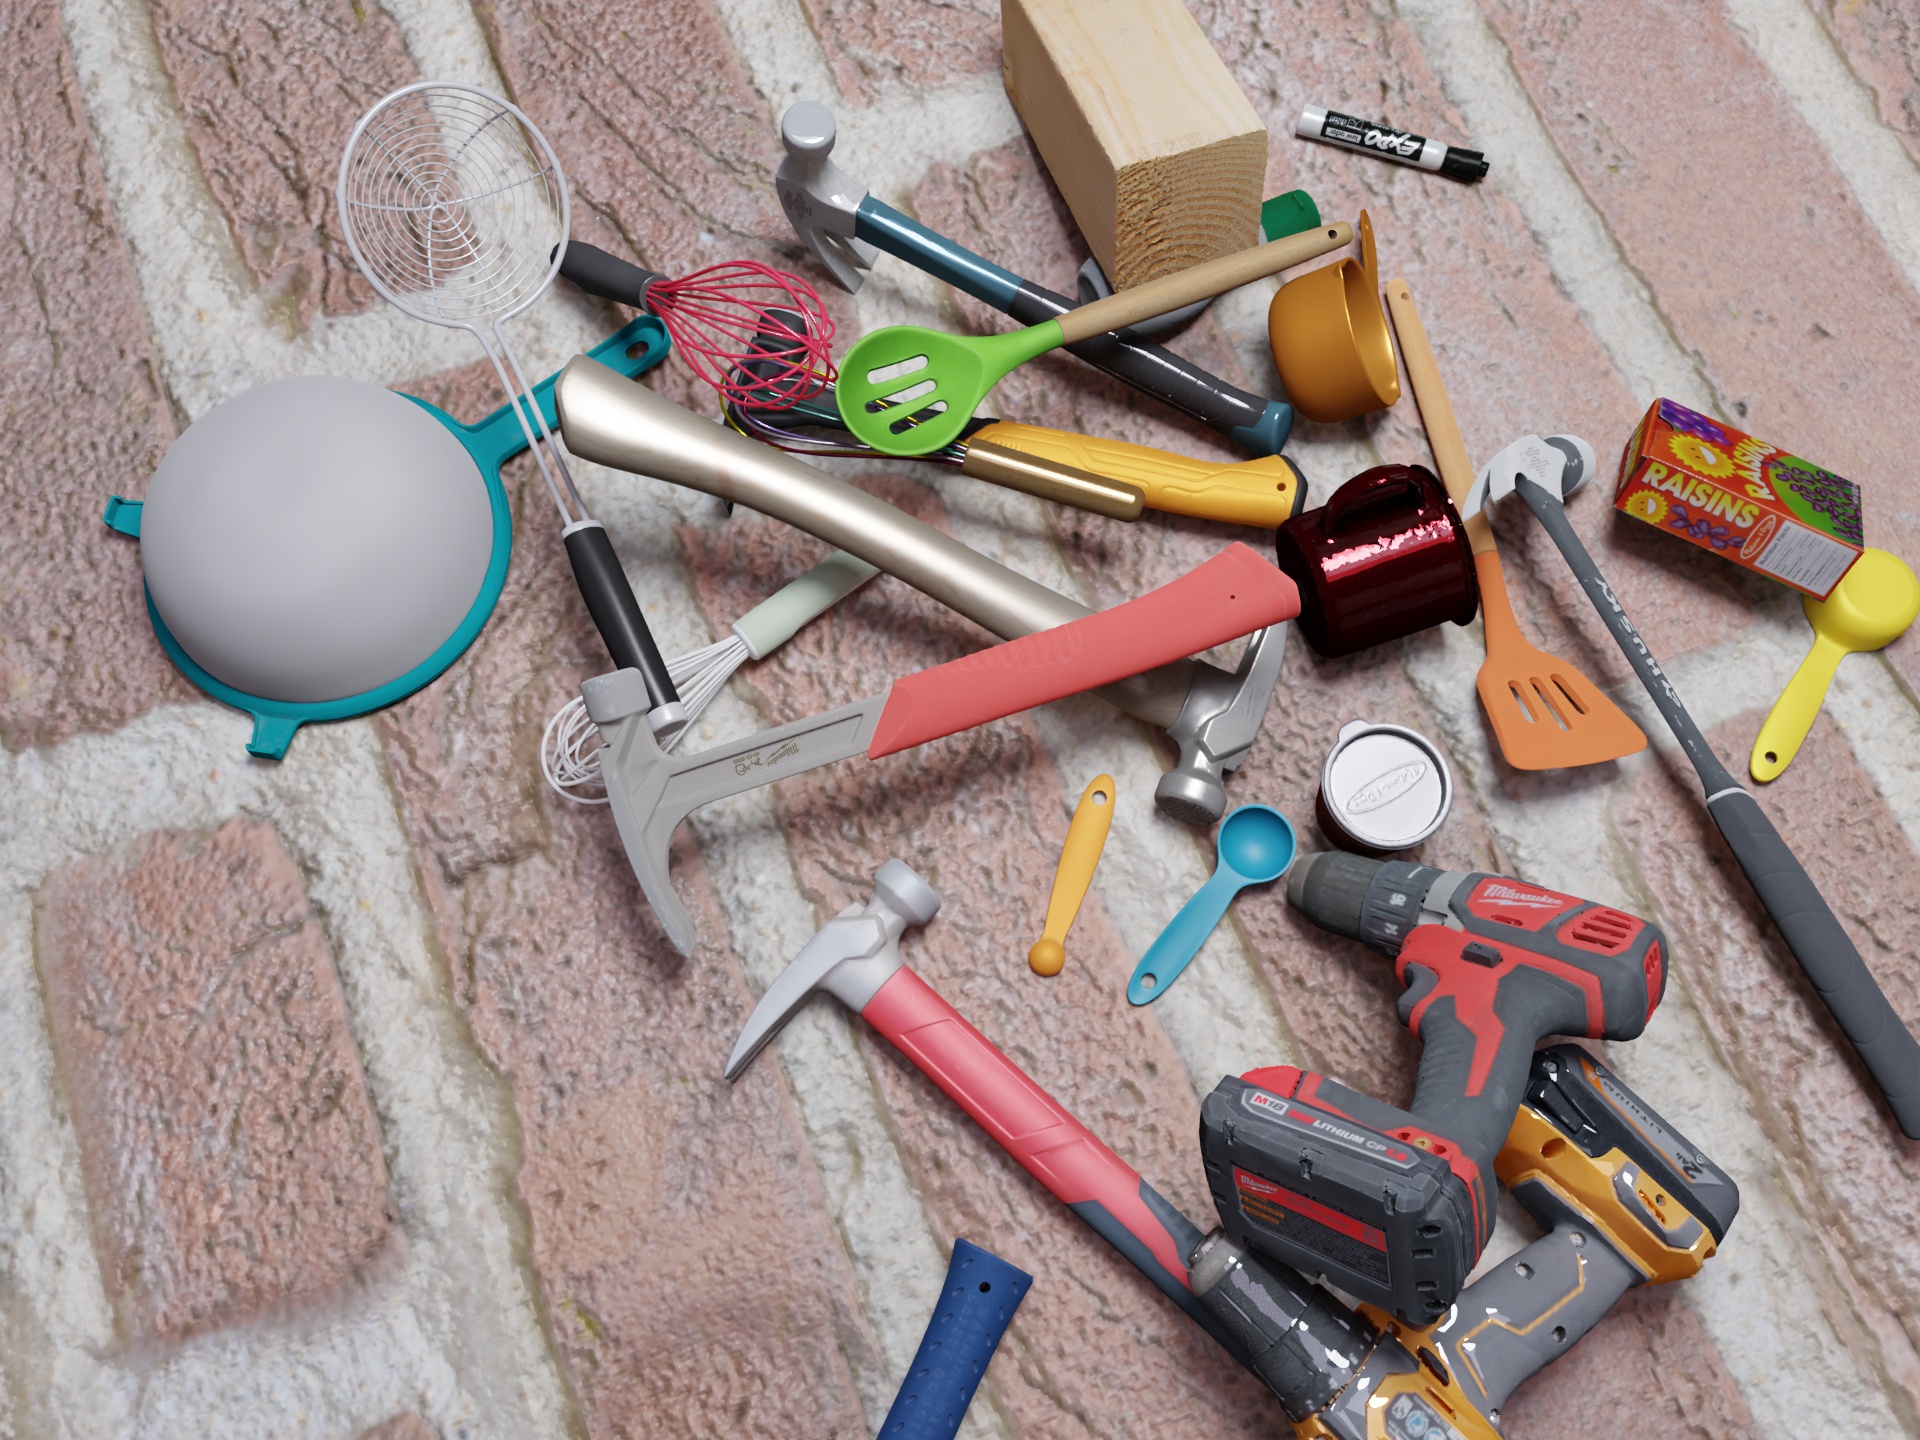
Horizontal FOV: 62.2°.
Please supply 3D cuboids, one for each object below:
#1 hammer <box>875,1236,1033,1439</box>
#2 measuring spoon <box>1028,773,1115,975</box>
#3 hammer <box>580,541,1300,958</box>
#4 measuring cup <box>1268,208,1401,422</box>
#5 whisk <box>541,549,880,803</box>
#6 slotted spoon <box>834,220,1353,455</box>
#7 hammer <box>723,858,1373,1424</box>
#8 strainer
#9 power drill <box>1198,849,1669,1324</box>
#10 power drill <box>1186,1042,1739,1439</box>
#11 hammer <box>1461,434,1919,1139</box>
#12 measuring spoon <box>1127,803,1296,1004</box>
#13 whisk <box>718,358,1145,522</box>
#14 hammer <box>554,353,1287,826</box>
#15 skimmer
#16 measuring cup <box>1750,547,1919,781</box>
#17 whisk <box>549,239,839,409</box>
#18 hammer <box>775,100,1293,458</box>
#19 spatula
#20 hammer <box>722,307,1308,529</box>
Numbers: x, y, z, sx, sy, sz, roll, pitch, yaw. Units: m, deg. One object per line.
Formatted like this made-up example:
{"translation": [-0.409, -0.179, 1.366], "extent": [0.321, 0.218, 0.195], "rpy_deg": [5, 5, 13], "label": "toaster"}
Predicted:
{"translation": [-0.066, 0.439, 0.726], "extent": [0.144, 0.035, 0.406], "rpy_deg": [25, 74, 9], "label": "hammer"}
{"translation": [0.062, 0.081, 0.855], "extent": [0.021, 0.011, 0.117], "rpy_deg": [18, 73, 6], "label": "measuring spoon"}
{"translation": [-0.001, -0.003, 0.805], "extent": [0.359, 0.037, 0.149], "rpy_deg": [-18, 97, 0], "label": "hammer"}
{"translation": [0.219, -0.246, 0.940], "extent": [0.052, 0.095, 0.174], "rpy_deg": [-16, 41, 29], "label": "measuring cup"}
{"translation": [-0.125, -0.038, 0.884], "extent": [0.246, 0.058, 0.059], "rpy_deg": [-37, 110, -14], "label": "whisk"}
{"translation": [0.077, -0.217, 0.865], "extent": [0.313, 0.031, 0.070], "rpy_deg": [-22, 92, -11], "label": "slotted spoon"}
{"translation": [0.061, 0.245, 0.788], "extent": [0.386, 0.038, 0.143], "rpy_deg": [40, 78, 13], "label": "hammer"}
{"translation": [-0.314, -0.148, 0.892], "extent": [0.340, 0.095, 0.211], "rpy_deg": [-35, 75, -9], "label": "strainer"}
{"translation": [0.199, 0.146, 0.742], "extent": [0.188, 0.080, 0.227], "rpy_deg": [15, 43, 39], "label": "power drill"}
{"translation": [0.231, 0.253, 0.742], "extent": [0.185, 0.084, 0.226], "rpy_deg": [42, 66, 13], "label": "power drill"}
{"translation": [0.392, 0.026, 0.831], "extent": [0.149, 0.036, 0.409], "rpy_deg": [-15, 73, -50], "label": "hammer"}
{"translation": [0.130, 0.100, 0.850], "extent": [0.042, 0.021, 0.128], "rpy_deg": [39, 85, 7], "label": "measuring spoon"}
{"translation": [-0.018, -0.150, 0.882], "extent": [0.245, 0.051, 0.047], "rpy_deg": [17, 92, 4], "label": "whisk"}
{"translation": [-0.018, -0.095, 0.848], "extent": [0.410, 0.038, 0.146], "rpy_deg": [26, 72, -8], "label": "hammer"}
{"translation": [-0.220, -0.166, 0.843], "extent": [0.127, 0.090, 0.363], "rpy_deg": [-19, 75, -30], "label": "skimmer"}
{"translation": [0.480, -0.032, 0.878], "extent": [0.062, 0.029, 0.156], "rpy_deg": [33, 73, 11], "label": "measuring cup"}
{"translation": [-0.157, -0.229, 0.875], "extent": [0.073, 0.073, 0.296], "rpy_deg": [-45, 44, -13], "label": "whisk"}
{"translation": [0.044, -0.238, 0.918], "extent": [0.331, 0.128, 0.033], "rpy_deg": [28, 76, 0], "label": "hammer"}
{"translation": [0.295, -0.119, 0.904], "extent": [0.081, 0.041, 0.323], "rpy_deg": [-8, 70, -10], "label": "spatula"}
{"translation": [0.029, -0.150, 0.915], "extent": [0.337, 0.034, 0.127], "rpy_deg": [12, 71, 7], "label": "hammer"}
